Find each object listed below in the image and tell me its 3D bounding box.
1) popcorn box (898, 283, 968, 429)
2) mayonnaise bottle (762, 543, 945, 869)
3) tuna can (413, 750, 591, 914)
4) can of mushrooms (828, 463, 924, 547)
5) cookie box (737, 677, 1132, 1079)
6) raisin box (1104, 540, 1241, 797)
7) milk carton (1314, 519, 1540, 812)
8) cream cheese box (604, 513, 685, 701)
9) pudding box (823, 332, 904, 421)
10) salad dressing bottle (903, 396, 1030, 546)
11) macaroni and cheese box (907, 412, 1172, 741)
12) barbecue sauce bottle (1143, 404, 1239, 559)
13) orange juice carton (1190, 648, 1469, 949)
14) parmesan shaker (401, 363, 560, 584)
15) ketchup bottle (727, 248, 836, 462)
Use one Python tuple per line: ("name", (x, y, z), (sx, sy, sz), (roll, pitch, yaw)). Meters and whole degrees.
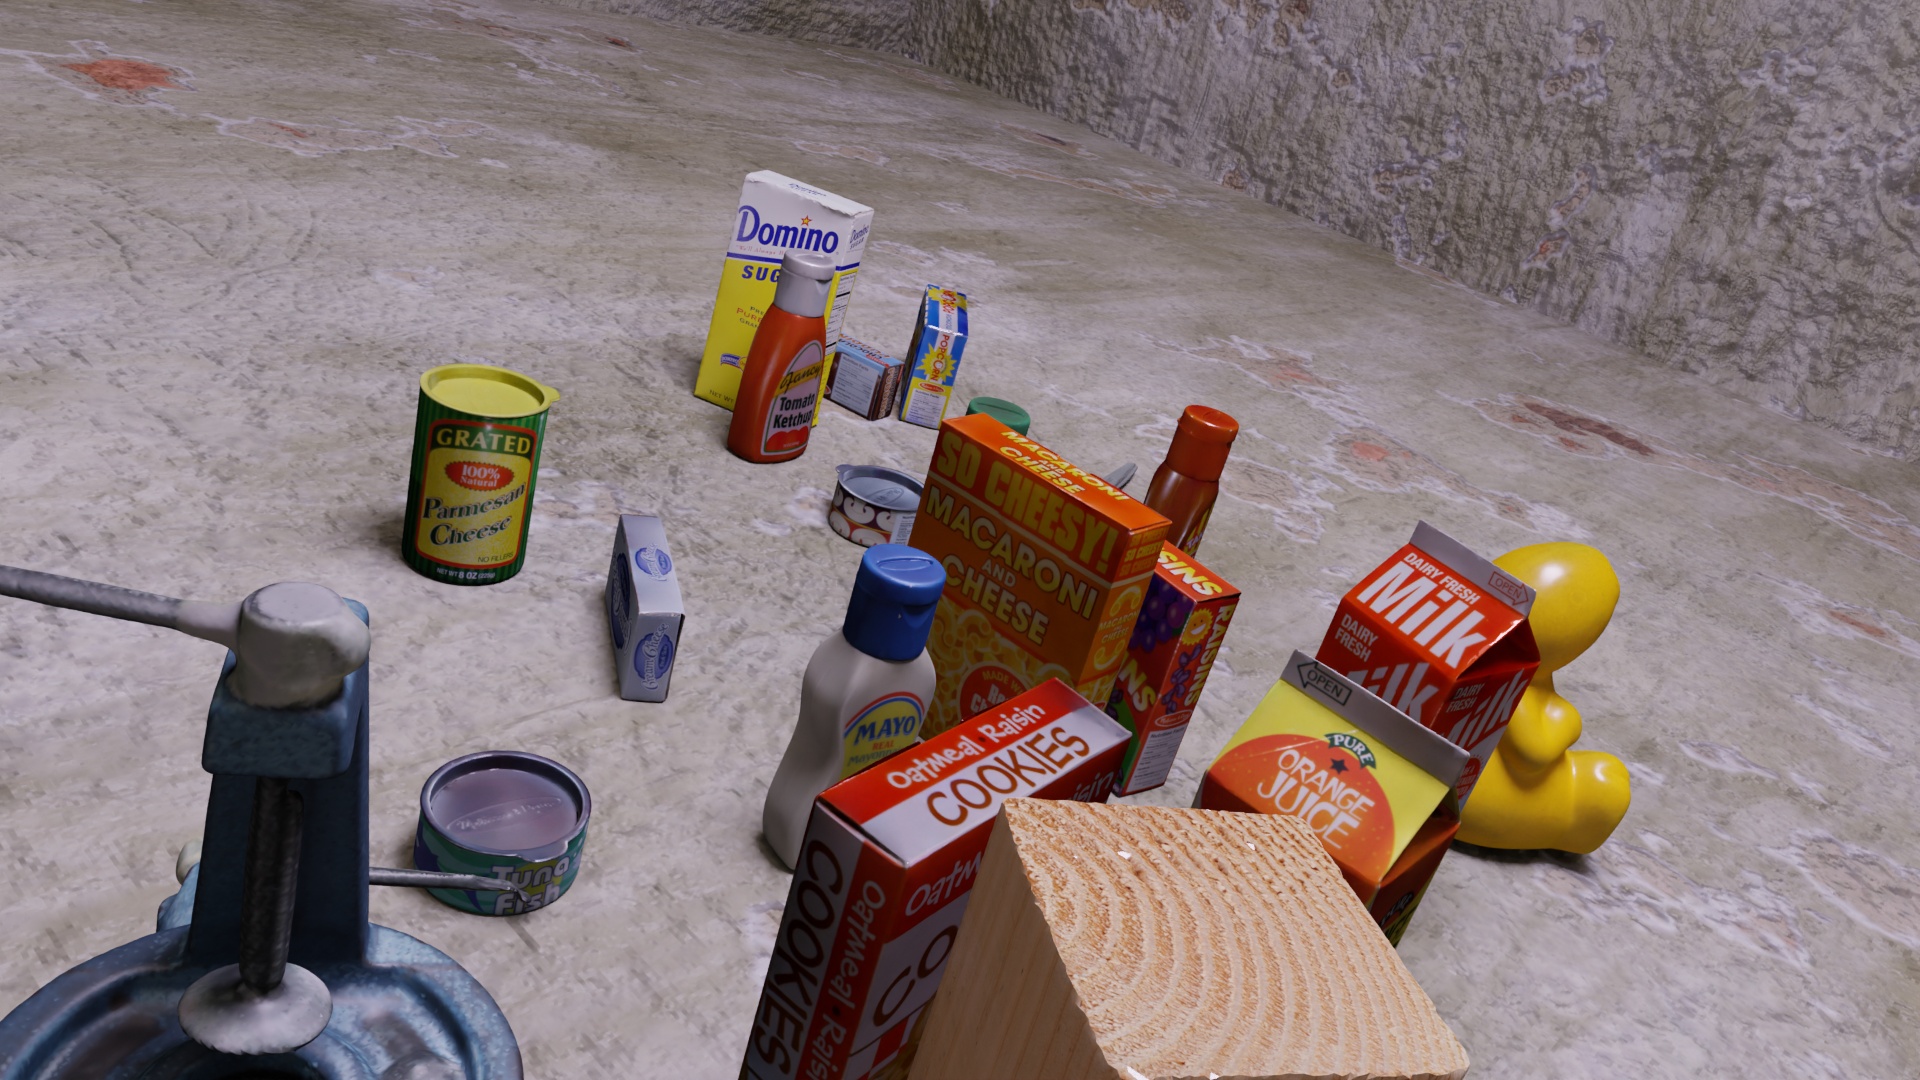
("popcorn box", (-0.023, -0.157, 1.173), (0.038, 0.084, 0.127), (13, 25, -7))
("mayonnaise bottle", (-0.042, 0.074, 0.605), (0.065, 0.147, 0.041), (-4, 31, -37))
("tuna can", (-0.184, 0.119, 0.561), (0.071, 0.032, 0.071), (14, 25, -6))
("can of mushrooms", (-0.056, -0.023, 0.936), (0.071, 0.033, 0.071), (14, 25, -6))
("cookie box", (-0.013, 0.139, 0.464), (0.040, 0.166, 0.123), (30, 28, 28))
("raisin box", (0.089, 0.061, 0.743), (0.040, 0.122, 0.086), (-5, 32, -40))
("milk carton", (0.215, 0.088, 0.683), (0.073, 0.189, 0.072), (-4, 31, -37))
("cream cheese box", (-0.166, 0.033, 0.725), (0.024, 0.053, 0.104), (6, 27, -23))
("pudding box", (-0.091, -0.138, 1.133), (0.084, 0.049, 0.030), (28, 27, 23))
("salad dressing bottle", (0.003, -0.010, 0.808), (0.064, 0.147, 0.044), (13, 24, -7))
("macaroni and cheese box", (0.024, 0.036, 0.702), (0.124, 0.165, 0.040), (33, 29, 32))
("barbecue sauce bottle", (0.138, -0.014, 0.899), (0.044, 0.147, 0.065), (25, 26, 18))
("orange juice carton", (0.120, 0.138, 0.519), (0.072, 0.191, 0.073), (33, 29, 32))
("parmesan shaker", (-0.260, -0.035, 0.751), (0.071, 0.102, 0.071), (14, 25, -6))
("ketchup bottle", (-0.122, -0.130, 0.980), (0.043, 0.148, 0.065), (30, 28, 27))
